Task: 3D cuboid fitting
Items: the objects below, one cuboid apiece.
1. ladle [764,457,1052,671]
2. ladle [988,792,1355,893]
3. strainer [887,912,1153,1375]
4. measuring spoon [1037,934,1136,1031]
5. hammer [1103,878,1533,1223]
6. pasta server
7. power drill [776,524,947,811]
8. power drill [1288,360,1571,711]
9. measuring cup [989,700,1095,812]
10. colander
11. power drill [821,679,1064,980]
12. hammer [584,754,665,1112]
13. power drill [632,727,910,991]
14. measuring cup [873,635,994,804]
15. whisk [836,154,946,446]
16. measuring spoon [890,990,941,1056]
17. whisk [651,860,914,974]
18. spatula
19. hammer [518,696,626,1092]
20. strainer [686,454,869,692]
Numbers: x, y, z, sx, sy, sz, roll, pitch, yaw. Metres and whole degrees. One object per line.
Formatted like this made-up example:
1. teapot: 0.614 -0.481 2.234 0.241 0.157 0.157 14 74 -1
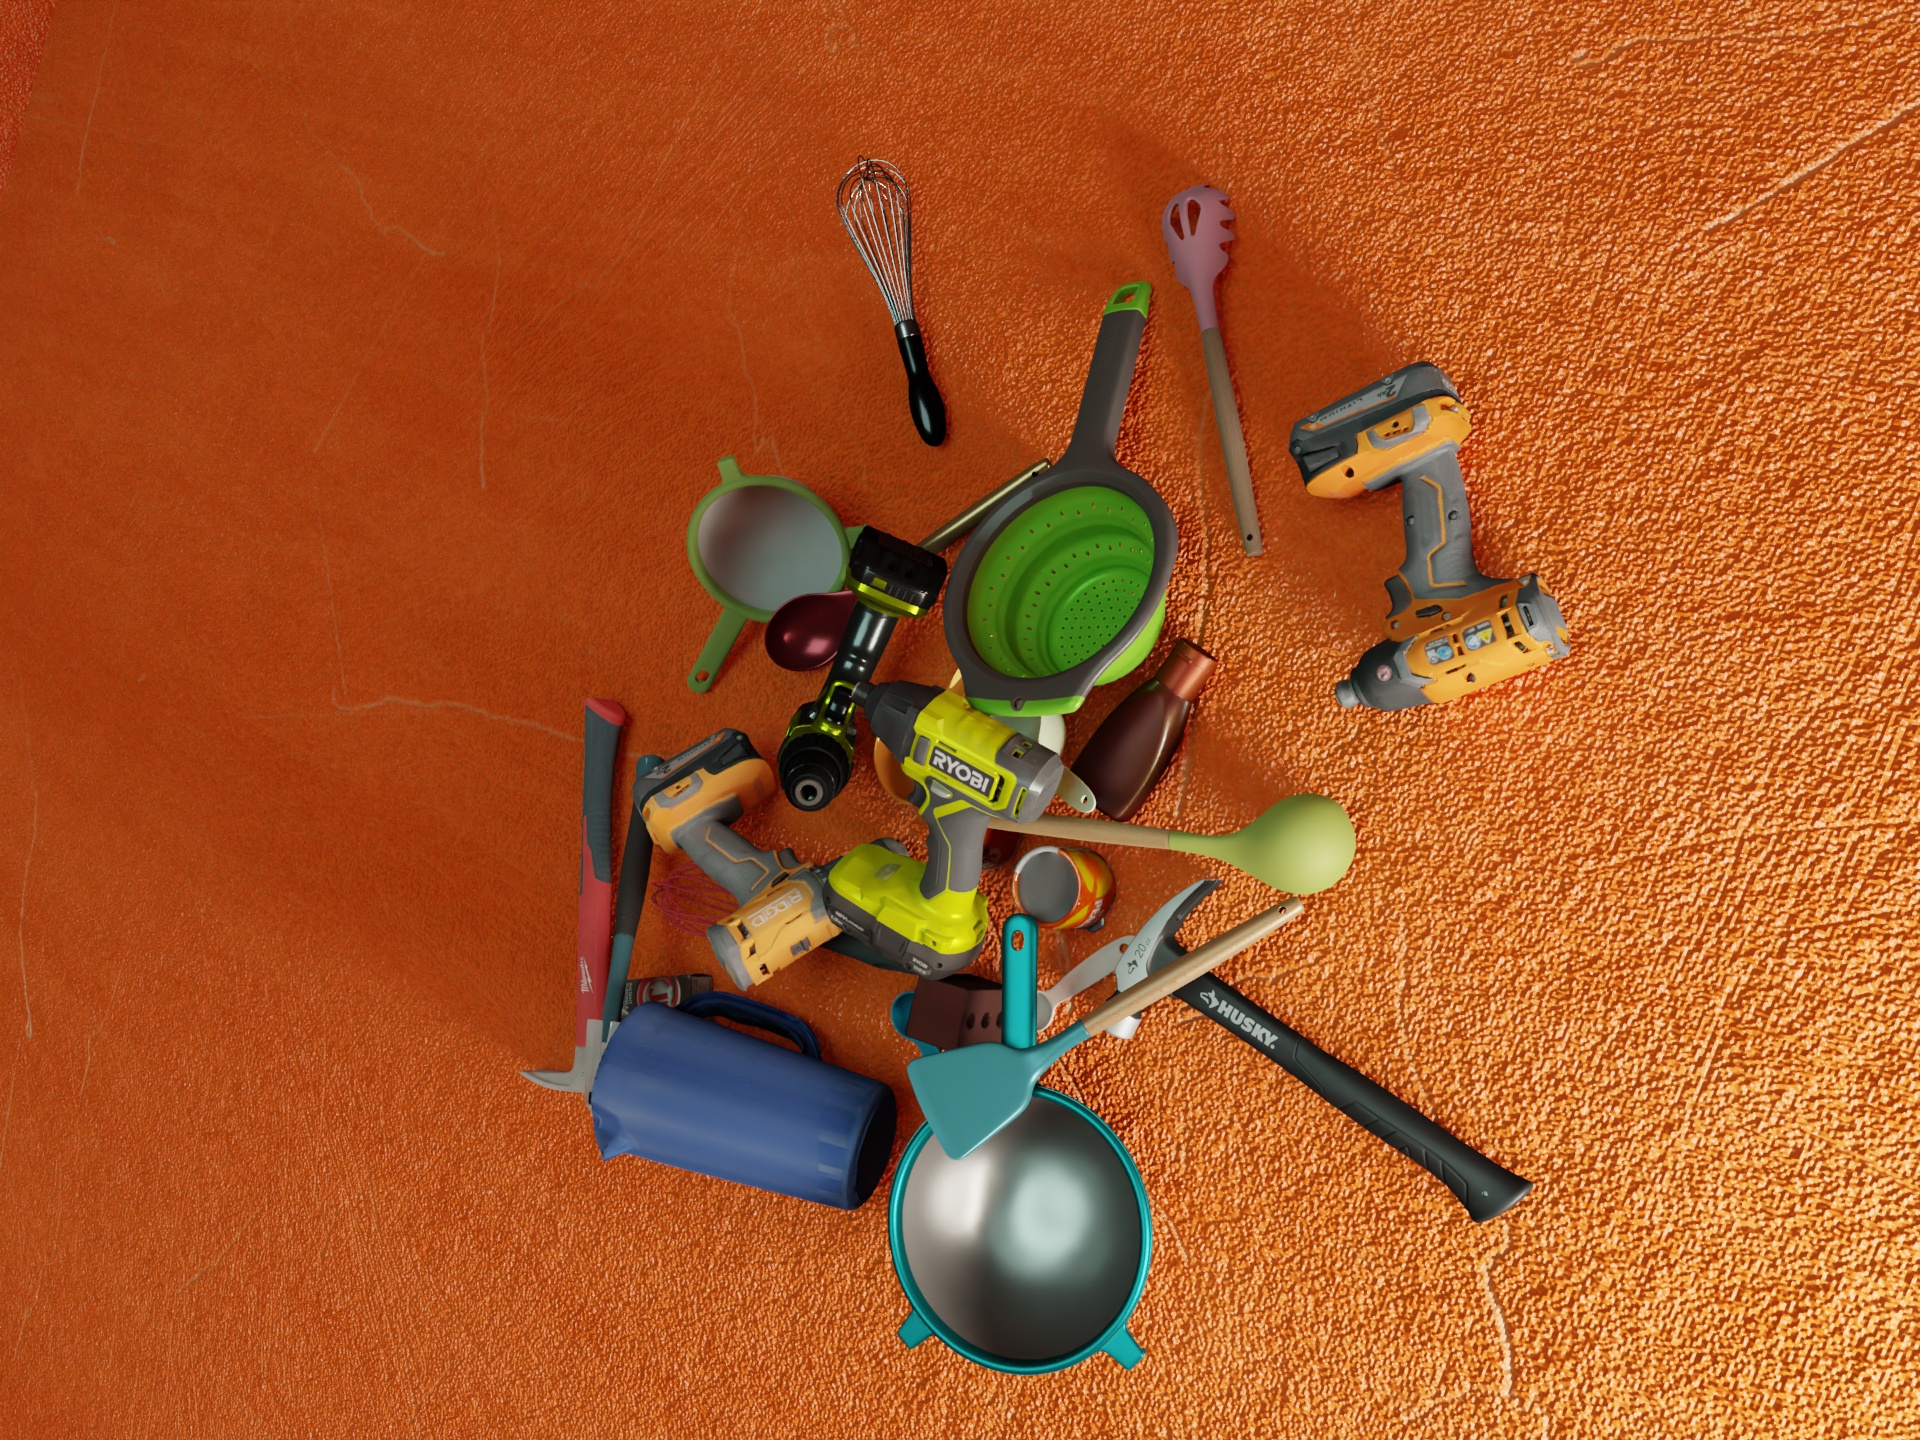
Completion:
1. ladle: -0.047 -0.141 1.409 0.315 0.031 0.069 -33 110 22
2. ladle: 0.142 0.083 1.223 0.320 0.062 0.078 5 116 30
3. strainer: 0.057 0.325 1.245 0.211 0.095 0.340 -4 78 22
4. measuring spoon: 0.097 0.211 1.284 0.124 0.018 0.034 -38 65 16
5. hammer: 0.259 0.247 1.158 0.335 0.035 0.146 32 102 32
6. pasta server: 0.207 -0.283 1.267 0.060 0.040 0.316 -15 80 31
7. power drill: -0.091 -0.038 1.332 0.080 0.191 0.228 23 102 -7
8. power drill: 0.318 -0.122 1.142 0.164 0.084 0.227 -25 75 29
9. measuring cup: 0.074 0.036 1.273 0.083 0.038 0.168 -60 36 10
10. colander: 0.115 -0.169 1.285 0.204 0.094 0.397 0 66 37
11. power drill: -0.028 0.080 1.249 0.171 0.080 0.223 28 126 16
12. hammer: -0.311 0.190 1.481 0.033 0.128 0.331 8 64 -8
13. power drill: -0.168 0.108 1.406 0.185 0.084 0.226 -31 55 -14
14. measuring cup: -0.002 -0.004 1.352 0.095 0.052 0.173 41 104 30
15. whisk: -0.055 -0.379 1.436 0.070 0.070 0.285 -20 79 30
16. measuring spoon: -0.017 0.288 1.349 0.042 0.021 0.129 -34 76 24
17. whisk: -0.159 0.181 1.429 0.296 0.073 0.073 12 91 29
18. spatula: 0.113 0.214 1.174 0.317 0.044 0.082 -32 65 8
19. hammer: -0.374 0.171 1.581 0.143 0.038 0.386 -5 81 34
20. strainer: -0.195 -0.132 1.488 0.256 0.151 0.069 -56 14 34
